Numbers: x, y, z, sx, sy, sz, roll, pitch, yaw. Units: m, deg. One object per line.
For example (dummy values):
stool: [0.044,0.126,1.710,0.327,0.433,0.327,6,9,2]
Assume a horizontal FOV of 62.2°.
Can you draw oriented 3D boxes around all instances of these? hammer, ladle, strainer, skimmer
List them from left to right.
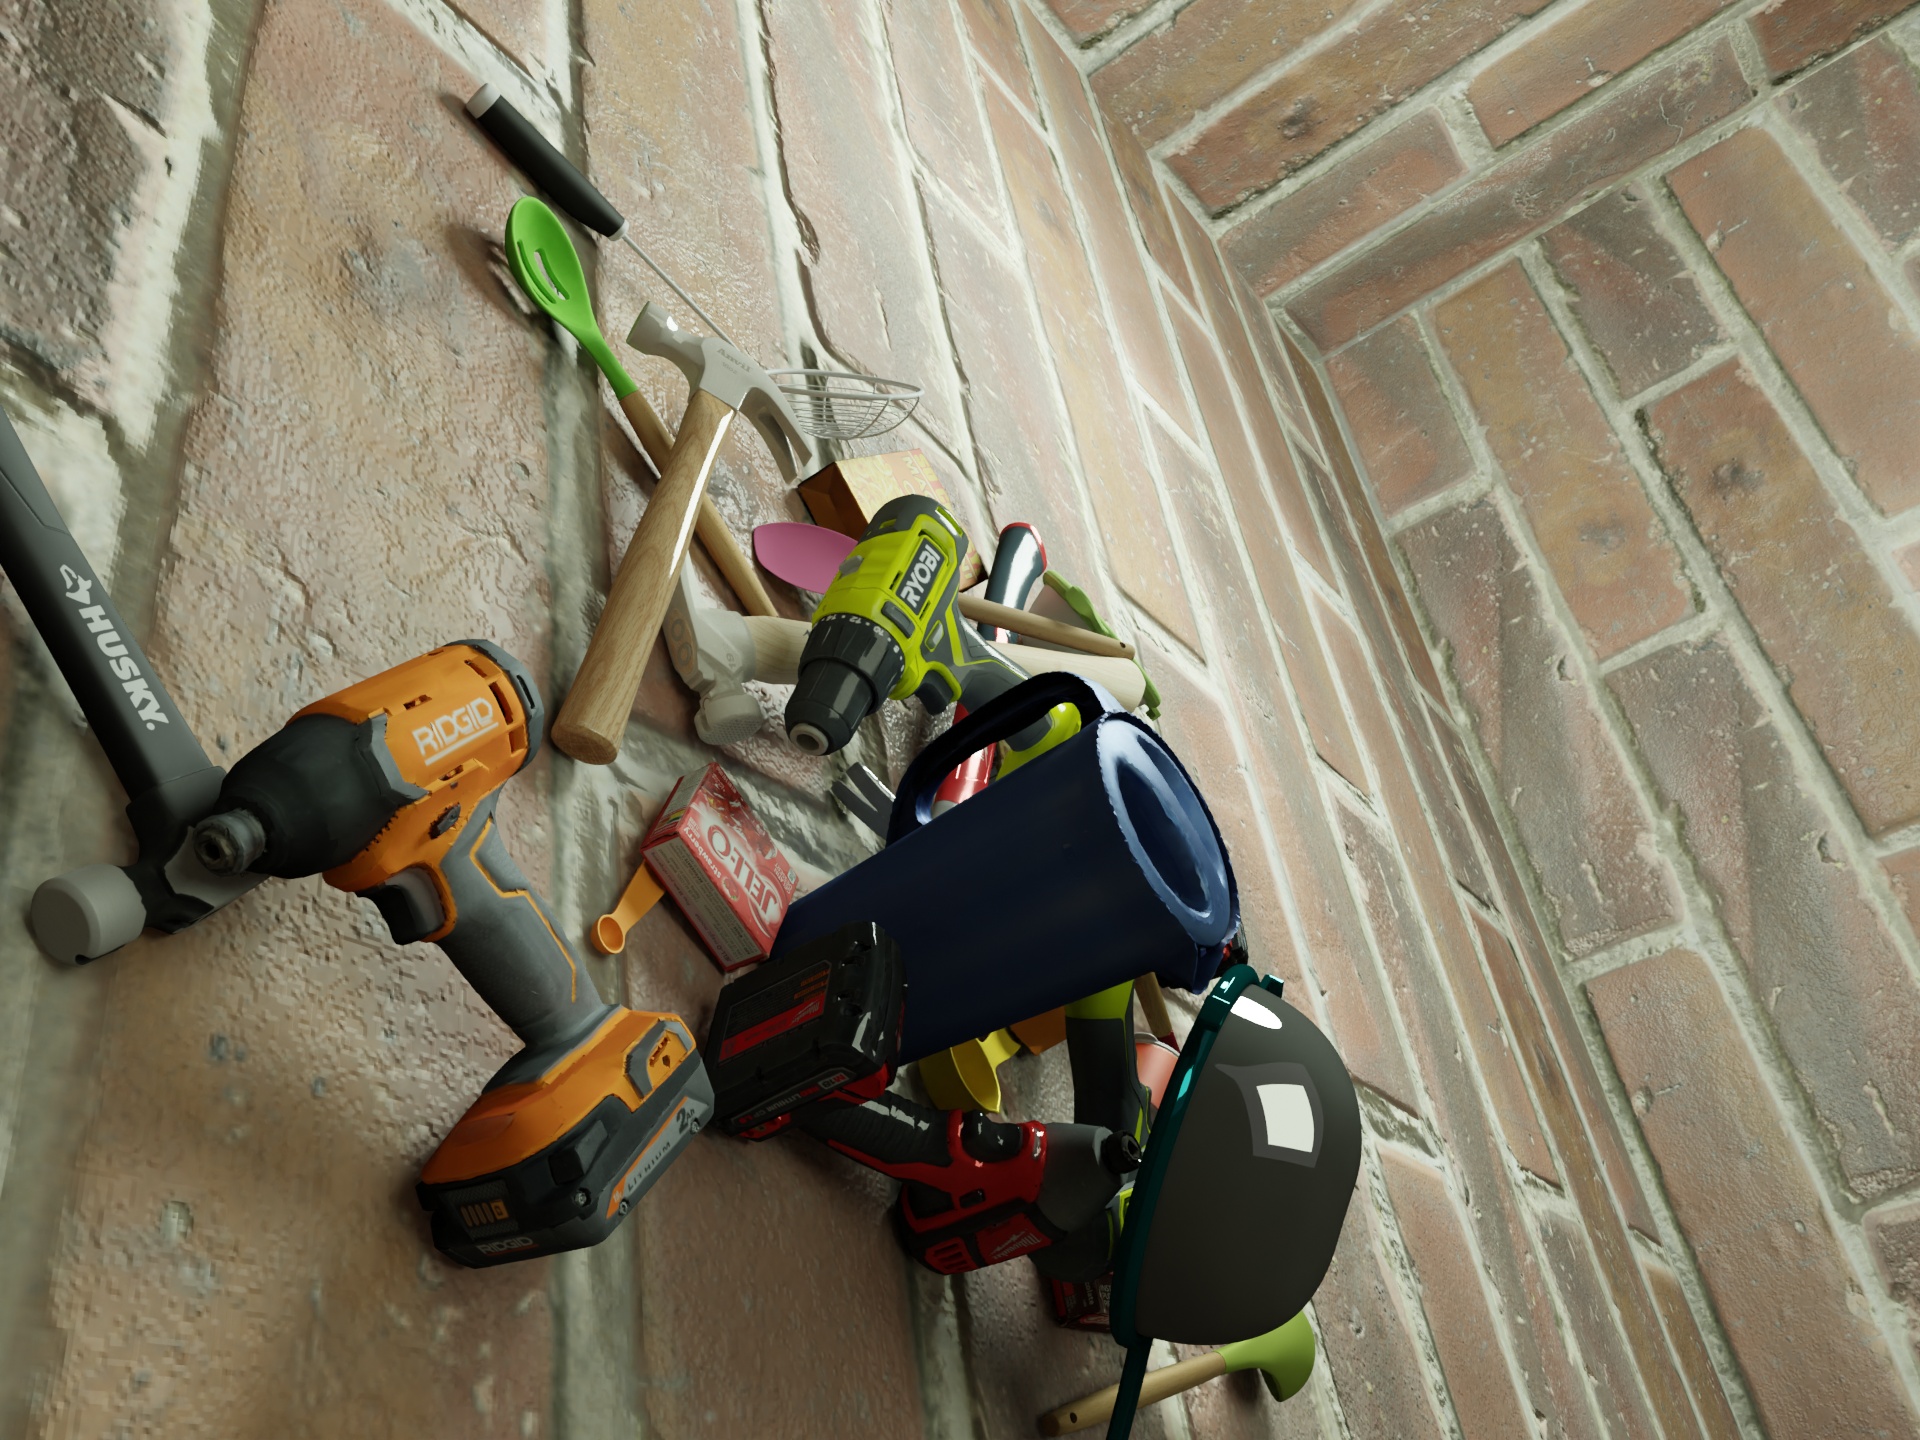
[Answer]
hammer: [-0.349,-0.079,0.595,0.335,0.035,0.146,60,25,-2]
hammer: [-0.167,-0.108,0.914,0.130,0.031,0.332,28,46,-20]
skimmer: [-0.175,-0.320,1.113,0.363,0.090,0.127,42,-1,-31]
hammer: [-0.021,-0.048,1.071,0.410,0.038,0.146,4,59,-45]
hammer: [0.007,-0.039,1.163,0.143,0.038,0.387,34,37,-17]
strainer: [0.092,-0.059,1.315,0.151,0.069,0.256,50,3,12]
ladle: [0.139,0.205,1.155,0.069,0.031,0.315,-29,107,-28]
ladle: [0.140,0.420,1.019,0.320,0.062,0.078,11,56,-51]
strainer: [0.143,0.305,0.844,0.211,0.095,0.340,15,89,-69]

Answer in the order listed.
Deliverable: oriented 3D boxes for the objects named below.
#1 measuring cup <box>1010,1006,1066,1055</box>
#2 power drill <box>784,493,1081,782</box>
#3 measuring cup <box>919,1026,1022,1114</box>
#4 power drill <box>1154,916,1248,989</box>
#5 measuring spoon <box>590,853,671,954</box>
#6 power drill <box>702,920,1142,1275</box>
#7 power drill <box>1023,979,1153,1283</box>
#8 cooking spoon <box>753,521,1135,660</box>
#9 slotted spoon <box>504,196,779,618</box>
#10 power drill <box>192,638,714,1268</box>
measuring cup: [0.080,0.190,1.107,0.173,0.052,0.095,36,29,-49]
power drill: [-0.002,-0.003,0.974,0.228,0.080,0.191,45,47,-23]
measuring cup: [0.010,0.213,1.001,0.062,0.029,0.156,62,13,7]
power drill: [0.149,0.089,1.264,0.226,0.080,0.188,55,23,-43]
measuring spoon: [-0.163,0.086,0.812,0.021,0.011,0.117,61,21,-16]
power drill: [-0.016,0.203,0.812,0.219,0.143,0.079,44,33,-29]
power drill: [0.100,0.206,0.958,0.171,0.080,0.223,6,82,-56]
cooking spoon: [-0.004,-0.084,1.151,0.318,0.017,0.069,14,44,-28]
slotted spoon: [-0.197,-0.182,1.004,0.313,0.031,0.070,59,25,-10]
power drill: [-0.195,0.093,0.618,0.226,0.084,0.164,68,24,-10]
